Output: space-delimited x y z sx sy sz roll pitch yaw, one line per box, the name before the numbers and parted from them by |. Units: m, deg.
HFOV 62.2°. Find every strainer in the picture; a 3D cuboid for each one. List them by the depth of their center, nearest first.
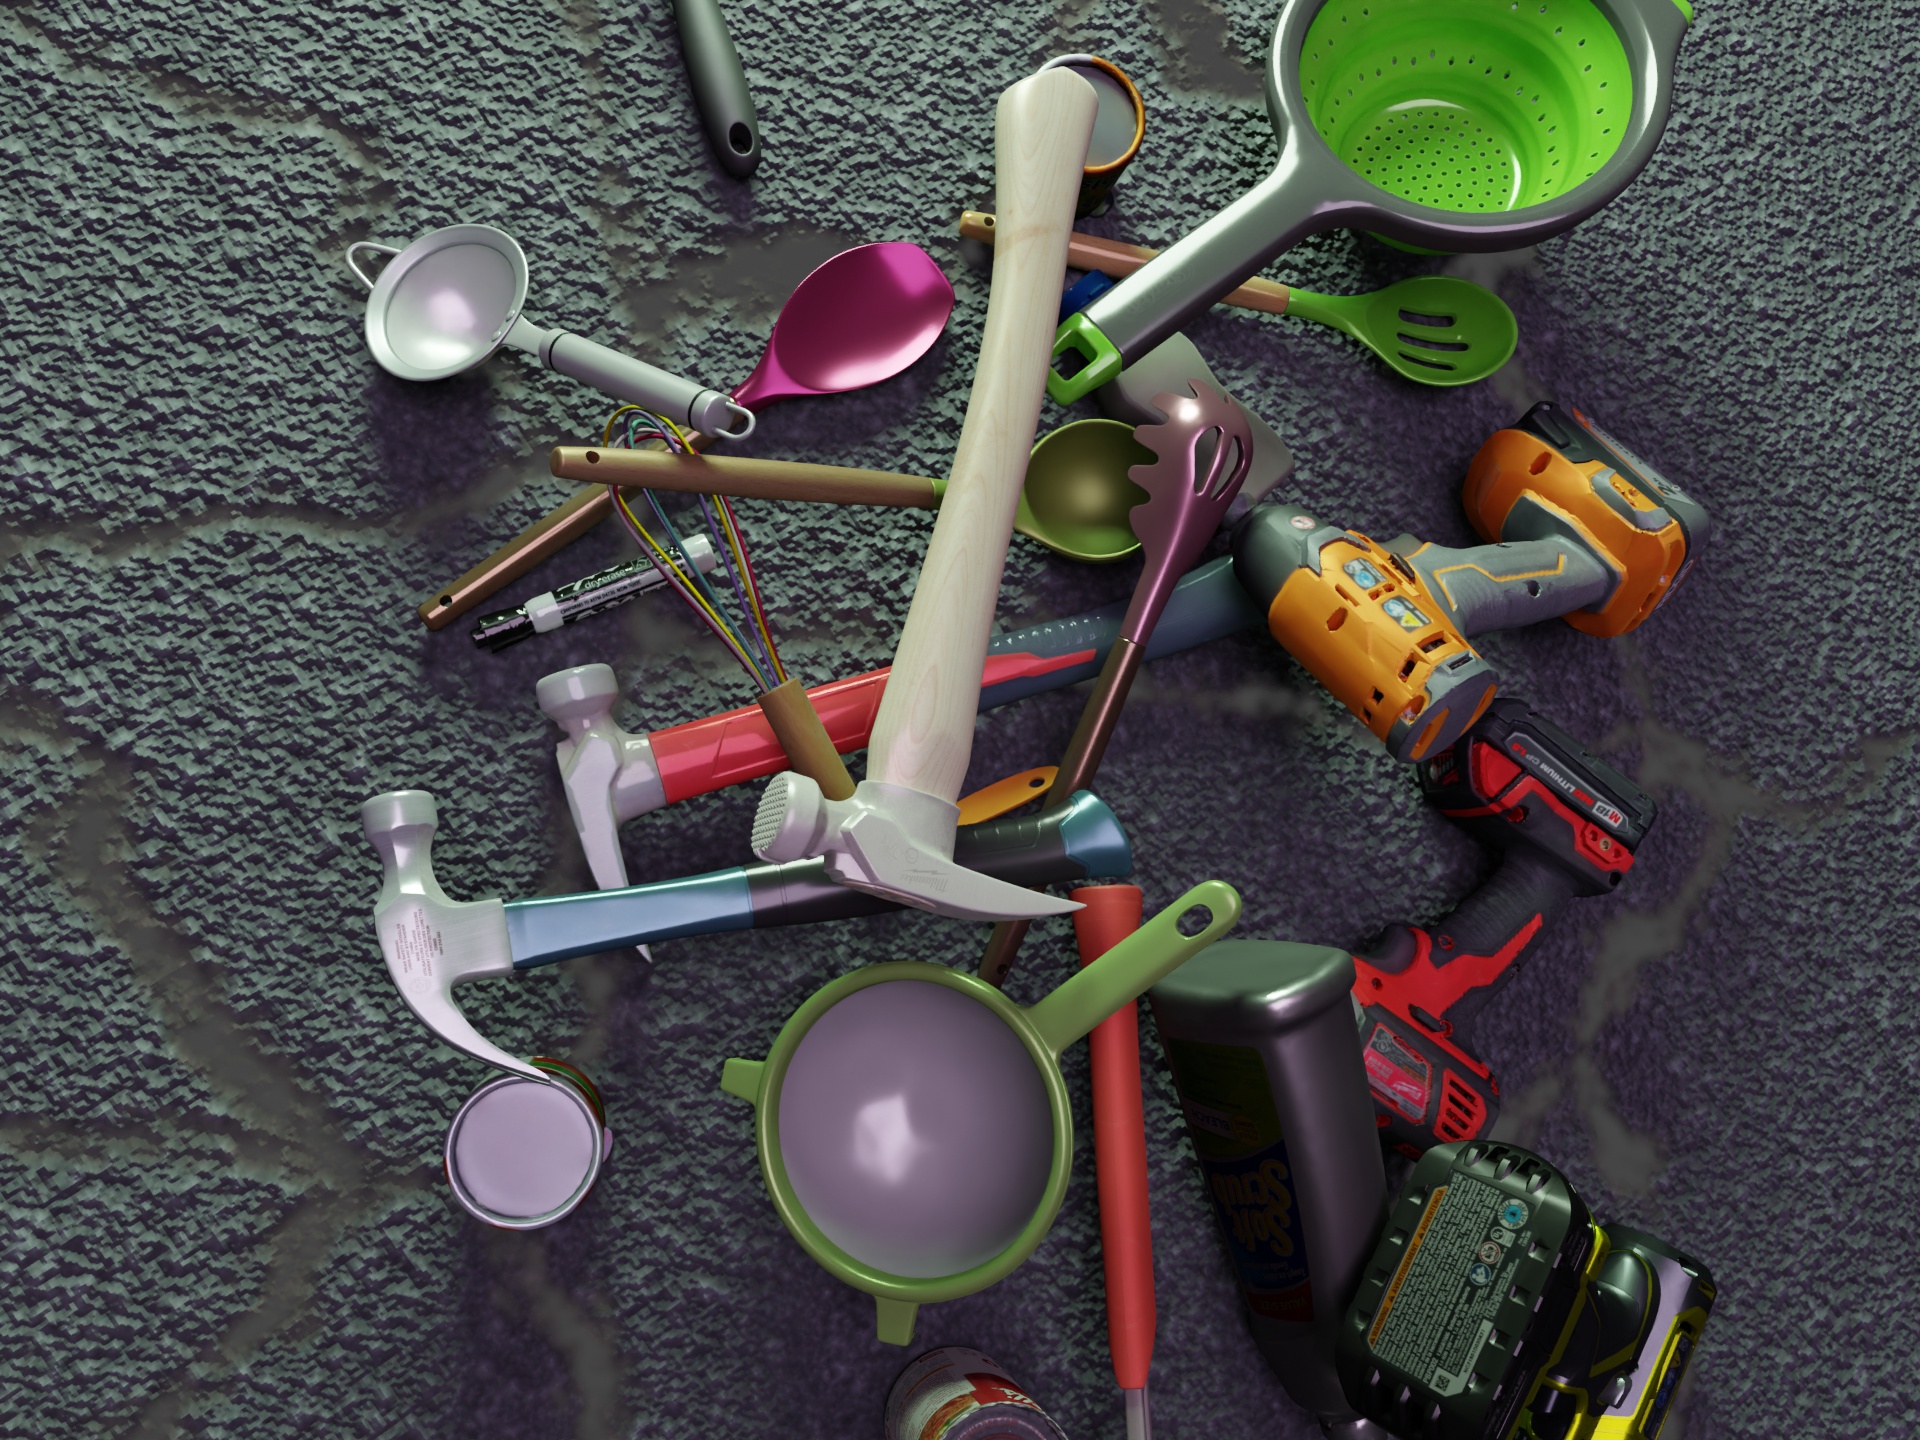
strainer | -0.187 -0.168 0.725 0.259 0.050 0.087 26 79 30
strainer | 0.026 0.154 0.733 0.256 0.069 0.151 -38 76 9

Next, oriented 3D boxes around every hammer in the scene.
hammer | -0.080 0.074 0.696 0.331 0.033 0.128 -8 77 -19
hammer | 0.022 -0.115 0.726 0.146 0.038 0.411 19 71 -23
hammer | 0.076 0.256 0.738 0.037 0.149 0.359 -6 76 13
hammer | -0.001 -0.003 0.793 0.386 0.038 0.143 -16 88 -14

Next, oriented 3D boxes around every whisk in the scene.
whisk | -0.098 -0.034 0.737 0.047 0.051 0.245 -27 96 7
whisk | -0.146 -0.392 0.809 0.055 0.055 0.239 -18 91 -14

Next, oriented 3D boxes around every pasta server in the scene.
pasta server | 0.070 -0.015 0.779 0.060 0.040 0.316 20 95 -23

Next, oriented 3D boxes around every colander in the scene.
colander | 0.198 -0.272 0.841 0.397 0.094 0.205 -37 74 -9

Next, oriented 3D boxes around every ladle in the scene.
ladle | -0.031 -0.113 0.737 0.320 0.062 0.078 -1 69 -37

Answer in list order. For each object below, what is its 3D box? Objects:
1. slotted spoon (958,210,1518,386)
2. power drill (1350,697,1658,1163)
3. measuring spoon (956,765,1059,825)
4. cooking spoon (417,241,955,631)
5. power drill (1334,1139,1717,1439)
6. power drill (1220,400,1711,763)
slotted spoon | 0.152 -0.236 0.866 0.313 0.031 0.070 10 72 -9
power drill | 0.245 0.103 0.818 0.143 0.078 0.220 35 79 -6
measuring spoon | 0.001 0.051 0.798 0.117 0.021 0.011 -25 131 -16
cooking spoon | -0.133 -0.142 0.792 0.319 0.017 0.069 -38 91 -15
power drill | 0.270 0.312 0.752 0.228 0.080 0.190 41 73 -39
power drill | 0.248 -0.084 0.806 0.226 0.084 0.164 -25 59 -27
